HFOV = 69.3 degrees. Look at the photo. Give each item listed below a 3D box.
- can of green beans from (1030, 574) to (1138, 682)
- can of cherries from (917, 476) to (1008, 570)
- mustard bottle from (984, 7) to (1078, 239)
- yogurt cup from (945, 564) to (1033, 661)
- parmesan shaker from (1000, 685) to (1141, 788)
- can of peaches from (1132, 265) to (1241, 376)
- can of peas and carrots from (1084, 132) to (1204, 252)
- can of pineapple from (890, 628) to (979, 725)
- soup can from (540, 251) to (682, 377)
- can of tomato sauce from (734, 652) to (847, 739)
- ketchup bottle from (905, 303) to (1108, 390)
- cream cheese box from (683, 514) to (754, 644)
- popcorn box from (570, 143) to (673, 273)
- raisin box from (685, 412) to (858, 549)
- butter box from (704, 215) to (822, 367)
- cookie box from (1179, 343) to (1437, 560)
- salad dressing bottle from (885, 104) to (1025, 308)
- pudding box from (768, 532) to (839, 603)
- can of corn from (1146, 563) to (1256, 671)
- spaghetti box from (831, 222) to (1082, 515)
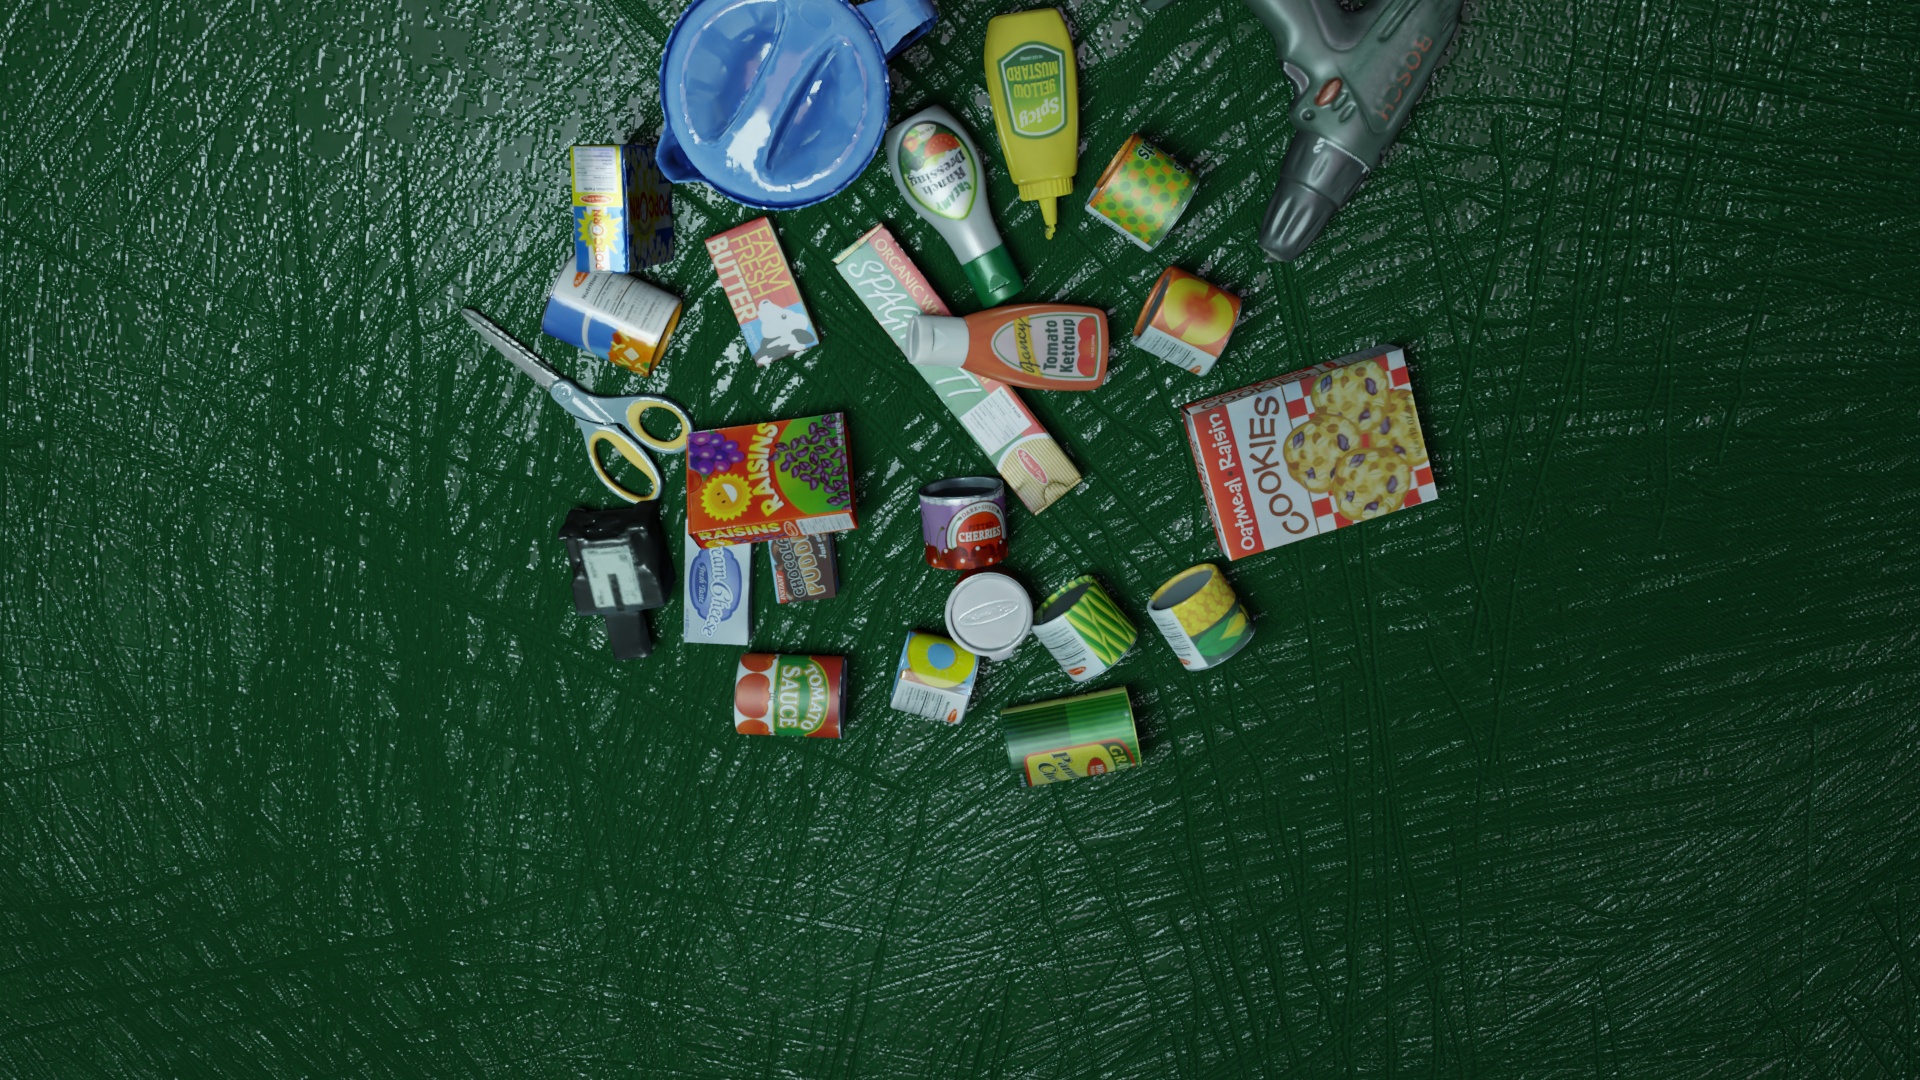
[{"bbox_3d":[0.097,0.069,1.095,0.071,0.071,0.057,-37,102,9],"label":"can of green beans"},{"bbox_3d":[0.004,-0.013,1.070,0.071,0.072,0.058,-5,106,1],"label":"can of cherries"},{"bbox_3d":[0.057,-0.299,1.006,0.065,0.049,0.159,-9,105,4],"label":"mustard bottle"},{"bbox_3d":[0.022,0.051,1.096,0.072,0.054,0.072,0,105,0],"label":"yogurt cup"},{"bbox_3d":[0.089,0.160,1.122,0.103,0.071,0.071,-12,105,3],"label":"parmesan shaker"},{"bbox_3d":[0.169,-0.166,1.035,0.058,0.071,0.071,24,104,-6],"label":"can of peaches"},{"bbox_3d":[0.133,-0.255,1.009,0.059,0.071,0.071,32,103,-8],"label":"can of peas and carrots"},{"bbox_3d":[-0.020,0.107,1.107,0.058,0.071,0.070,15,105,-4],"label":"can of pineapple"},{"bbox_3d":[-0.259,-0.166,1.033,0.084,0.071,0.071,24,104,-7],"label":"soup can"},{"bbox_3d":[-0.134,0.123,1.107,0.083,0.071,0.071,2,105,0],"label":"can of tomato sauce"},{"bbox_3d":[0.035,-0.145,1.026,0.149,0.043,0.064,0,95,-20],"label":"ketchup bottle"},{"bbox_3d":[-0.192,0.030,1.105,0.053,0.024,0.103,3,105,-2],"label":"cream cheese box"},{"bbox_3d":[-0.237,-0.236,0.981,0.038,0.127,0.085,1,105,3],"label":"popcorn box"},{"bbox_3d":[-0.144,-0.045,1.056,0.123,0.040,0.086,-7,68,2],"label":"raisin box"},{"bbox_3d":[-0.148,-0.188,1.047,0.053,0.024,0.103,-21,104,5],"label":"butter box"},{"bbox_3d":[0.268,-0.068,1.074,0.167,0.040,0.122,-17,104,3],"label":"cookie box"},{"bbox_3d":[-0.001,-0.244,1.023,0.064,0.044,0.147,-28,104,6],"label":"salad dressing bottle"},{"bbox_3d":[-0.125,0.005,1.096,0.050,0.030,0.083,-5,105,2],"label":"pudding box"},{"bbox_3d":[0.191,0.058,1.094,0.071,0.071,0.058,-33,103,8],"label":"can of corn"},{"bbox_3d":[0.000,-0.130,1.061,0.050,0.029,0.249,-37,102,9],"label":"spaghetti box"}]
